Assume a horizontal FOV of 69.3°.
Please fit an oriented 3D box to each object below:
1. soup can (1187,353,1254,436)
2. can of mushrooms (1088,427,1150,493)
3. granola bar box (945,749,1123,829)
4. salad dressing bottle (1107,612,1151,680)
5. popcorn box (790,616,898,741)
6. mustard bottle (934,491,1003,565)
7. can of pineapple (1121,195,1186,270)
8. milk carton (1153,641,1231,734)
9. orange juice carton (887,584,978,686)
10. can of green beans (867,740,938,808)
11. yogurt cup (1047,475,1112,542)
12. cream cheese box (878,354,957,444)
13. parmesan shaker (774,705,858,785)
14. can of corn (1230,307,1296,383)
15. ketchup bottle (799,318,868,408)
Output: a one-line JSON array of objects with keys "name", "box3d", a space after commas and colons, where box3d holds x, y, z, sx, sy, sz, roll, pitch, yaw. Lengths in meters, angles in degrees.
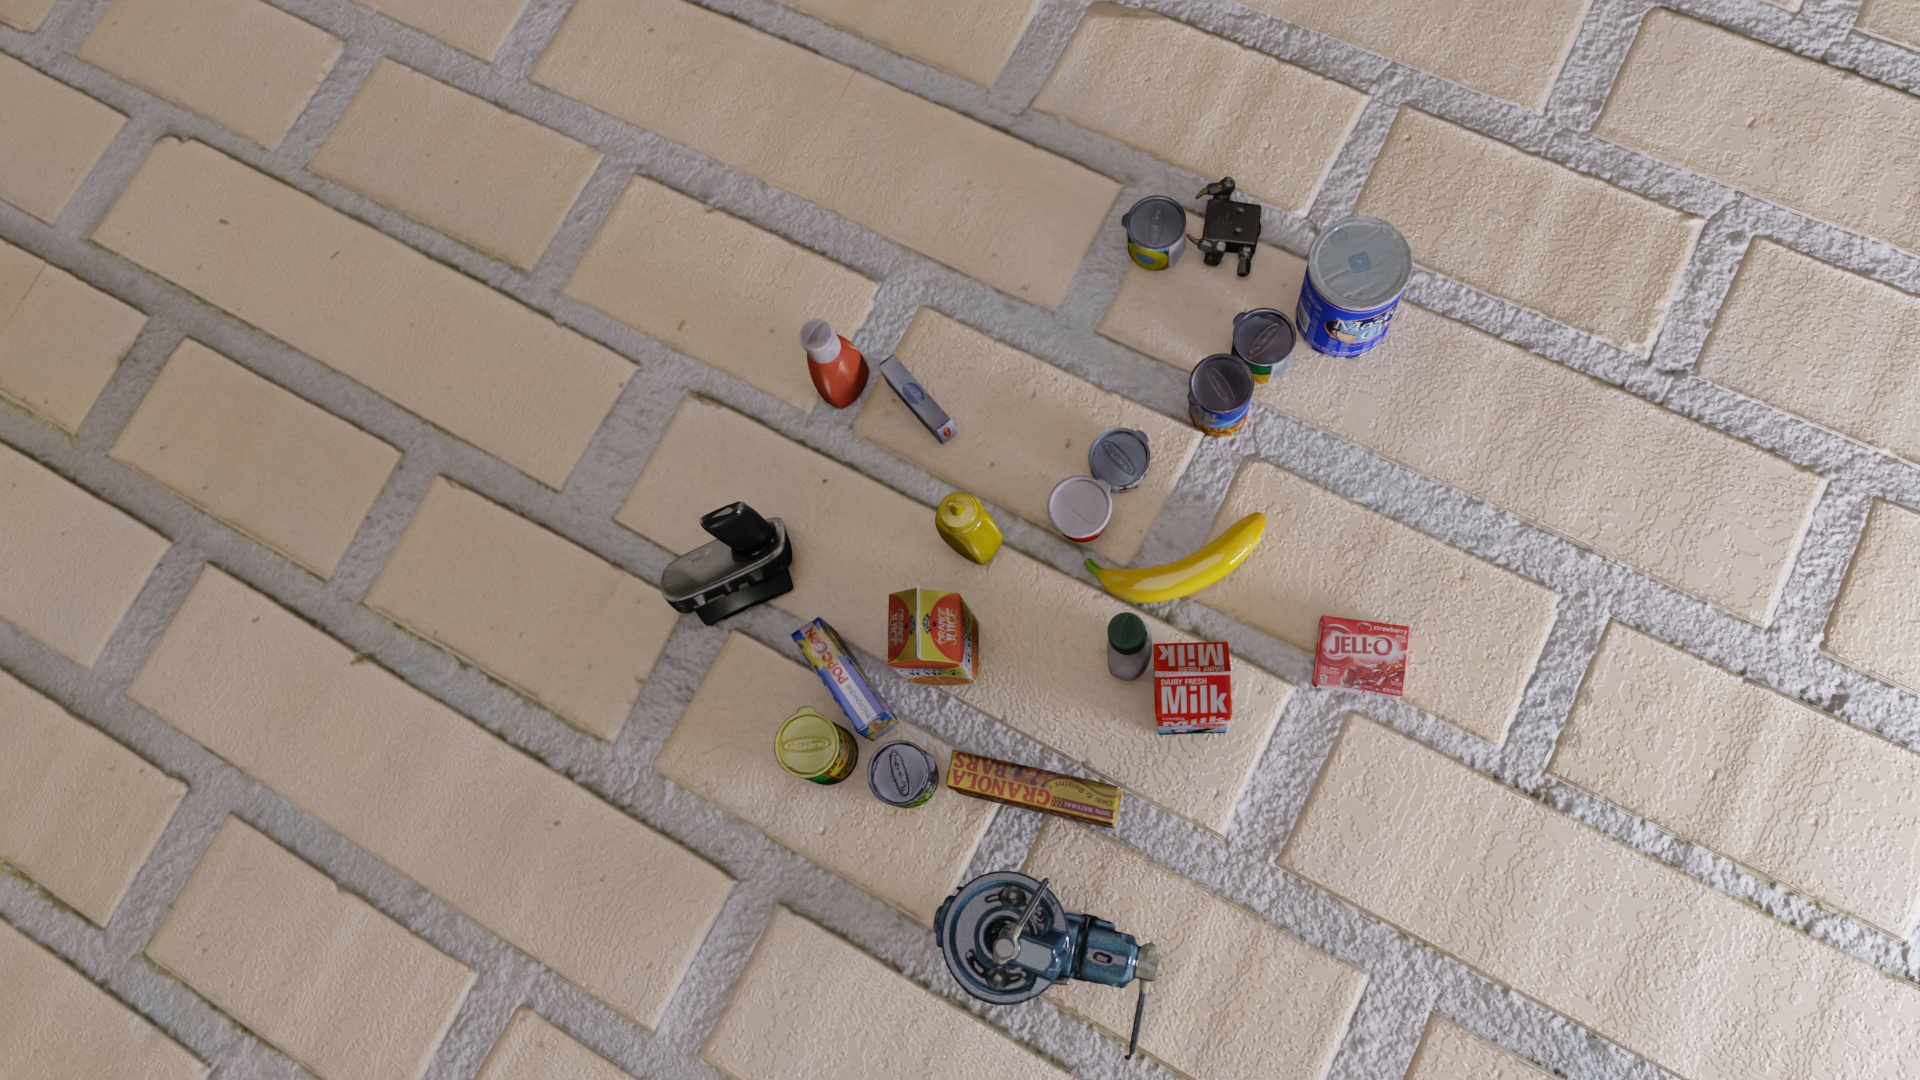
[{"name": "soup can", "box3d": [0.274, -0.152, 1.477, 0.071, 0.083, 0.071, -2, 75, 7]}, {"name": "can of mushrooms", "box3d": [0.174, -0.087, 1.499, 0.071, 0.033, 0.071, -2, 75, 7]}, {"name": "granola bar box", "box3d": [0.076, 0.249, 1.376, 0.165, 0.124, 0.039, 11, 78, 11]}, {"name": "salad dressing bottle", "box3d": [0.168, 0.103, 1.390, 0.044, 0.147, 0.064, 15, 78, 11]}, {"name": "popcorn box", "box3d": [-0.120, 0.146, 1.451, 0.038, 0.085, 0.127, -36, 74, -2]}, {"name": "mustard bottle", "box3d": [0.005, -0.018, 1.438, 0.065, 0.160, 0.049, 34, 83, 15]}, {"name": "can of pineapple", "box3d": [0.217, -0.343, 1.549, 0.071, 0.057, 0.071, -2, 75, 7]}, {"name": "milk carton", "box3d": [0.224, 0.142, 1.349, 0.072, 0.190, 0.073, -2, 76, 7]}, {"name": "orange juice carton", "box3d": [-0.028, 0.098, 1.395, 0.073, 0.192, 0.072, -1, 76, 8]}, {"name": "can of green beans", "box3d": [-0.058, 0.242, 1.431, 0.071, 0.057, 0.071, -2, 75, 7]}, {"name": "yogurt cup", "box3d": [0.128, -0.030, 1.480, 0.072, 0.054, 0.072, -2, 75, 7]}, {"name": "cream cheese box", "box3d": [-0.047, -0.155, 1.537, 0.024, 0.053, 0.104, -40, 74, -3]}, {"name": "parmesan shaker", "box3d": [-0.146, 0.212, 1.427, 0.071, 0.103, 0.071, -2, 75, 7]}, {"name": "can of corn", "box3d": [0.324, -0.211, 1.499, 0.071, 0.058, 0.071, -2, 75, 7]}, {"name": "ketchup bottle", "box3d": [-0.139, -0.196, 1.511, 0.043, 0.148, 0.065, 30, 82, 14]}]
